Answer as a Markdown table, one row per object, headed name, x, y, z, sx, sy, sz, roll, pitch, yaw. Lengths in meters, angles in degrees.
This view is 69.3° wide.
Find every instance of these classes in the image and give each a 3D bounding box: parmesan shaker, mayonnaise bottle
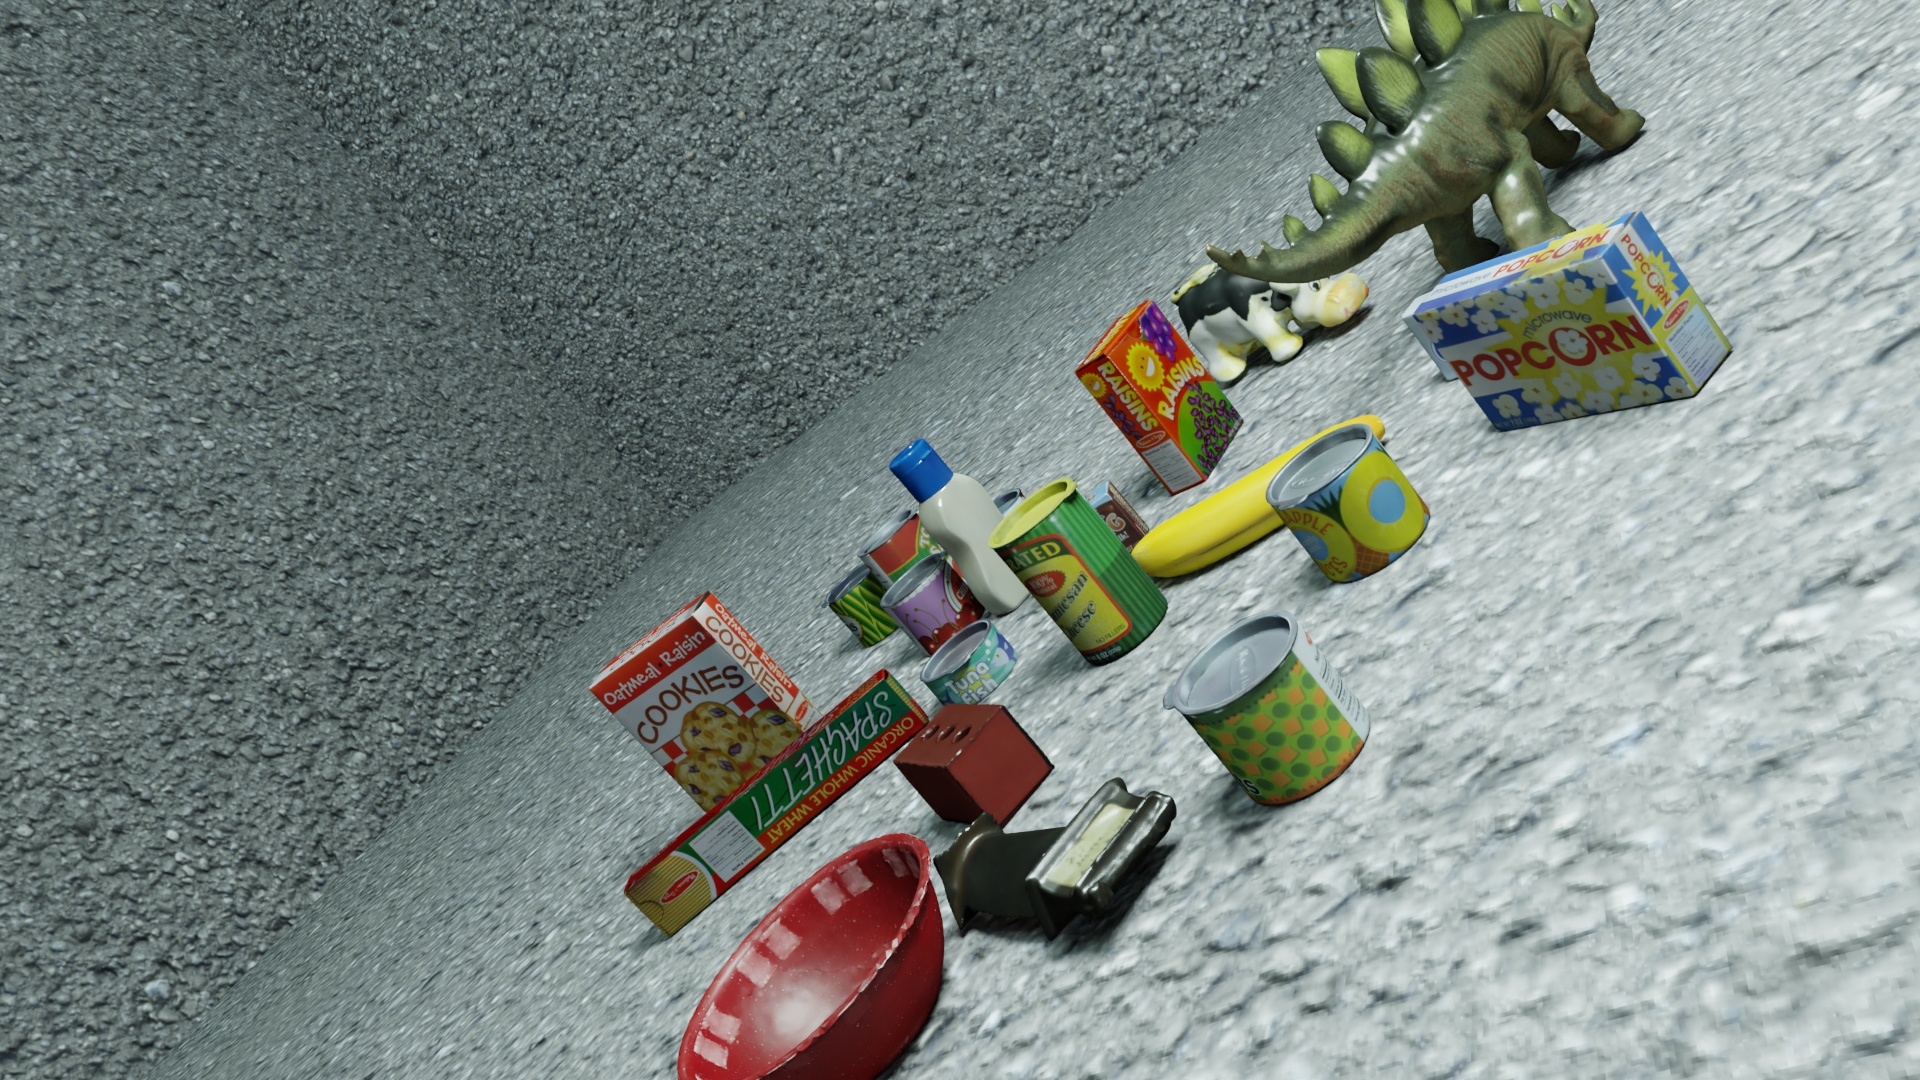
| name | x | y | z | sx | sy | sz | roll | pitch | yaw |
| --- | --- | --- | --- | --- | --- | --- | --- | --- | --- |
| parmesan shaker | 0.077 | 0.019 | 0.873 | 0.071 | 0.103 | 0.071 | -38 | 13 | 10 |
| mayonnaise bottle | 0.004 | -0.014 | 1.091 | 0.041 | 0.148 | 0.065 | -23 | 21 | 53 |

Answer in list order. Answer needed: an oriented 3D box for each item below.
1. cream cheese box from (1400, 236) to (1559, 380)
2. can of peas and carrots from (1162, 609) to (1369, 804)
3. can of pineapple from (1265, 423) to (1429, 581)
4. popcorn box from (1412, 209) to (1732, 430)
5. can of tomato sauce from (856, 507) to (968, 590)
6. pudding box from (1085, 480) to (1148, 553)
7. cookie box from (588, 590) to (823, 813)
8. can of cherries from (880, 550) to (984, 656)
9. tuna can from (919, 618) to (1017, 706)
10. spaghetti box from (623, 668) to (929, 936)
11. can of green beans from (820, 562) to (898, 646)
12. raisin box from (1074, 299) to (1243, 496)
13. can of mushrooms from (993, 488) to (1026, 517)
| name | x | y | z | sx | sy | sz | roll | pitch | yaw |
| --- | --- | --- | --- | --- | --- | --- | --- | --- | --- |
| cream cheese box | 0.318 | -0.134 | 0.820 | 0.024 | 0.053 | 0.103 | -48 | 15 | -32 |
| can of peas and carrots | 0.135 | 0.075 | 0.616 | 0.071 | 0.058 | 0.071 | -38 | 13 | 10 |
| can of pineapple | 0.205 | -0.019 | 0.739 | 0.071 | 0.058 | 0.071 | -38 | 13 | 10 |
| popcorn box | 0.302 | -0.106 | 0.697 | 0.038 | 0.085 | 0.126 | -45 | 13 | -20 |
| can of tomato sauce | -0.040 | 0.021 | 1.243 | 0.071 | 0.083 | 0.071 | -38 | 13 | 10 |
| pudding box | 0.091 | 0.000 | 1.020 | 0.083 | 0.049 | 0.030 | -36 | 13 | 19 |
| cookie box | -0.188 | 0.137 | 1.081 | 0.122 | 0.167 | 0.040 | -34 | 14 | 25 |
| can of cherries | -0.021 | 0.051 | 1.143 | 0.071 | 0.058 | 0.072 | -38 | 13 | 10 |
| tuna can | 0.006 | 0.090 | 0.992 | 0.071 | 0.033 | 0.071 | -38 | 13 | 10 |
| spaghetti box | -0.133 | 0.190 | 1.012 | 0.250 | 0.050 | 0.029 | -40 | 12 | 1 |
| can of green beans | -0.084 | 0.058 | 1.304 | 0.071 | 0.057 | 0.071 | -38 | 13 | 10 |
| raisin box | 0.151 | -0.108 | 1.048 | 0.040 | 0.123 | 0.086 | -26 | 18 | 47 |
| can of mushrooms | 0.037 | -0.014 | 1.259 | 0.071 | 0.033 | 0.071 | -38 | 13 | 10 |
